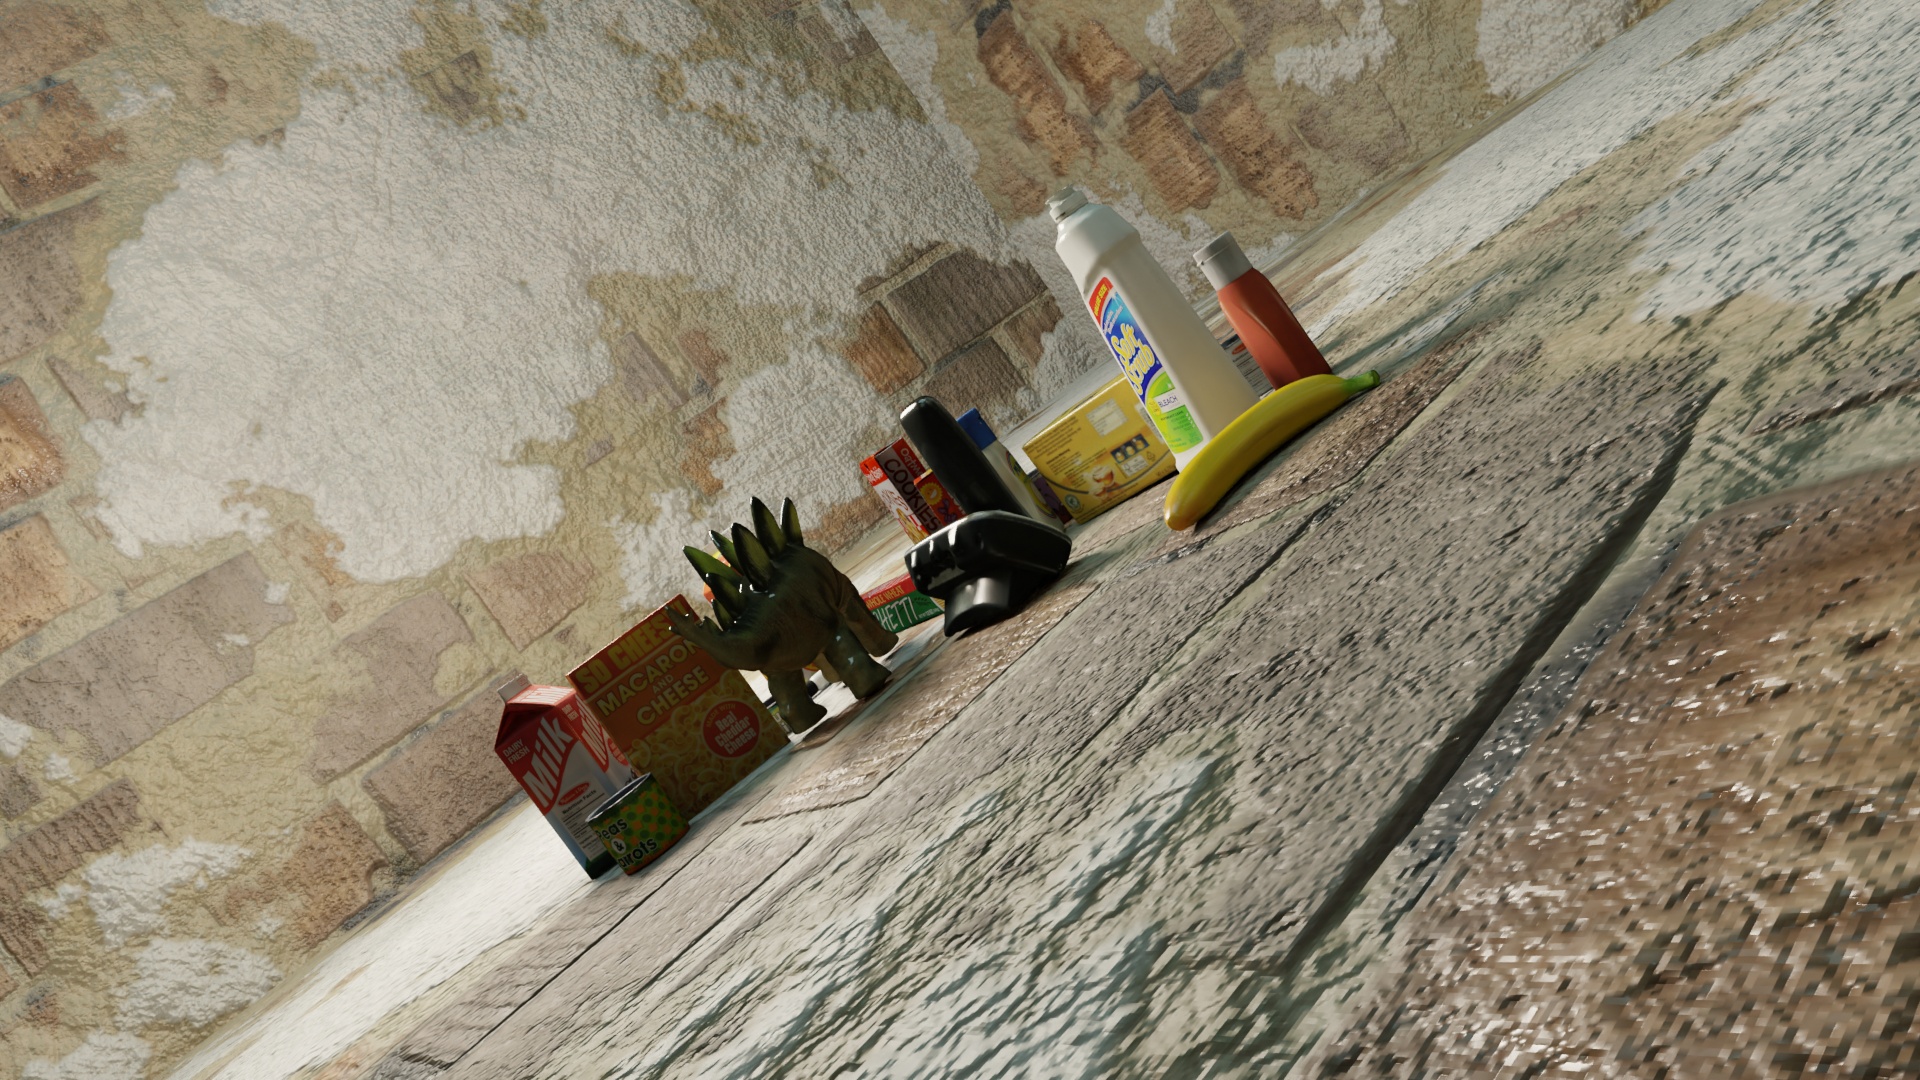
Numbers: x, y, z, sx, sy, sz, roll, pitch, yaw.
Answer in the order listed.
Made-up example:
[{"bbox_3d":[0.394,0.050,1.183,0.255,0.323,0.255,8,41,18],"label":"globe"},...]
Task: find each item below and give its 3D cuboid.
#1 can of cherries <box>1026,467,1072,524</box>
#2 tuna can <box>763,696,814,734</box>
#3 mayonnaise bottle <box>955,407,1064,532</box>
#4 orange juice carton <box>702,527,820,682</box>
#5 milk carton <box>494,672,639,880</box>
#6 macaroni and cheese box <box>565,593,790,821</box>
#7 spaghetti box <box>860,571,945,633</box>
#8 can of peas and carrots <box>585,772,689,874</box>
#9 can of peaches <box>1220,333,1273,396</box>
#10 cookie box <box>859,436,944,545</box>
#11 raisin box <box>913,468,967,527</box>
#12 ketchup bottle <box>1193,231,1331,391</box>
[{"bbox_3d":[0.089,-0.045,1.415,0.071,0.058,0.071,-35,5,4],"label":"can of cherries"},{"bbox_3d":[-0.172,0.166,1.330,0.071,0.033,0.071,-35,5,4],"label":"tuna can"},{"bbox_3d":[0.042,-0.058,1.333,0.041,0.148,0.065,-34,5,17],"label":"mayonnaise bottle"},{"bbox_3d":[-0.214,0.075,1.536,0.073,0.192,0.071,-39,6,-39],"label":"orange juice carton"},{"bbox_3d":[-0.357,0.206,1.276,0.073,0.190,0.072,-35,5,5],"label":"milk carton"},{"bbox_3d":[-0.252,0.150,1.238,0.124,0.166,0.040,-37,5,-20],"label":"macaroni and cheese box"},{"bbox_3d":[-0.055,0.061,1.426,0.029,0.050,0.249,-38,6,-31],"label":"spaghetti box"},{"bbox_3d":[-0.272,0.239,1.166,0.071,0.058,0.071,-35,5,4],"label":"can of peas and carrots"},{"bbox_3d":[0.278,-0.170,1.340,0.071,0.058,0.071,-35,5,4],"label":"can of peaches"},{"bbox_3d":[-0.038,-0.026,1.462,0.040,0.167,0.123,-36,5,-10],"label":"cookie box"},{"bbox_3d":[0.005,-0.017,1.341,0.040,0.123,0.086,-35,5,1],"label":"raisin box"},{"bbox_3d":[0.253,-0.191,1.181,0.043,0.148,0.064,-36,5,-8],"label":"ketchup bottle"}]
